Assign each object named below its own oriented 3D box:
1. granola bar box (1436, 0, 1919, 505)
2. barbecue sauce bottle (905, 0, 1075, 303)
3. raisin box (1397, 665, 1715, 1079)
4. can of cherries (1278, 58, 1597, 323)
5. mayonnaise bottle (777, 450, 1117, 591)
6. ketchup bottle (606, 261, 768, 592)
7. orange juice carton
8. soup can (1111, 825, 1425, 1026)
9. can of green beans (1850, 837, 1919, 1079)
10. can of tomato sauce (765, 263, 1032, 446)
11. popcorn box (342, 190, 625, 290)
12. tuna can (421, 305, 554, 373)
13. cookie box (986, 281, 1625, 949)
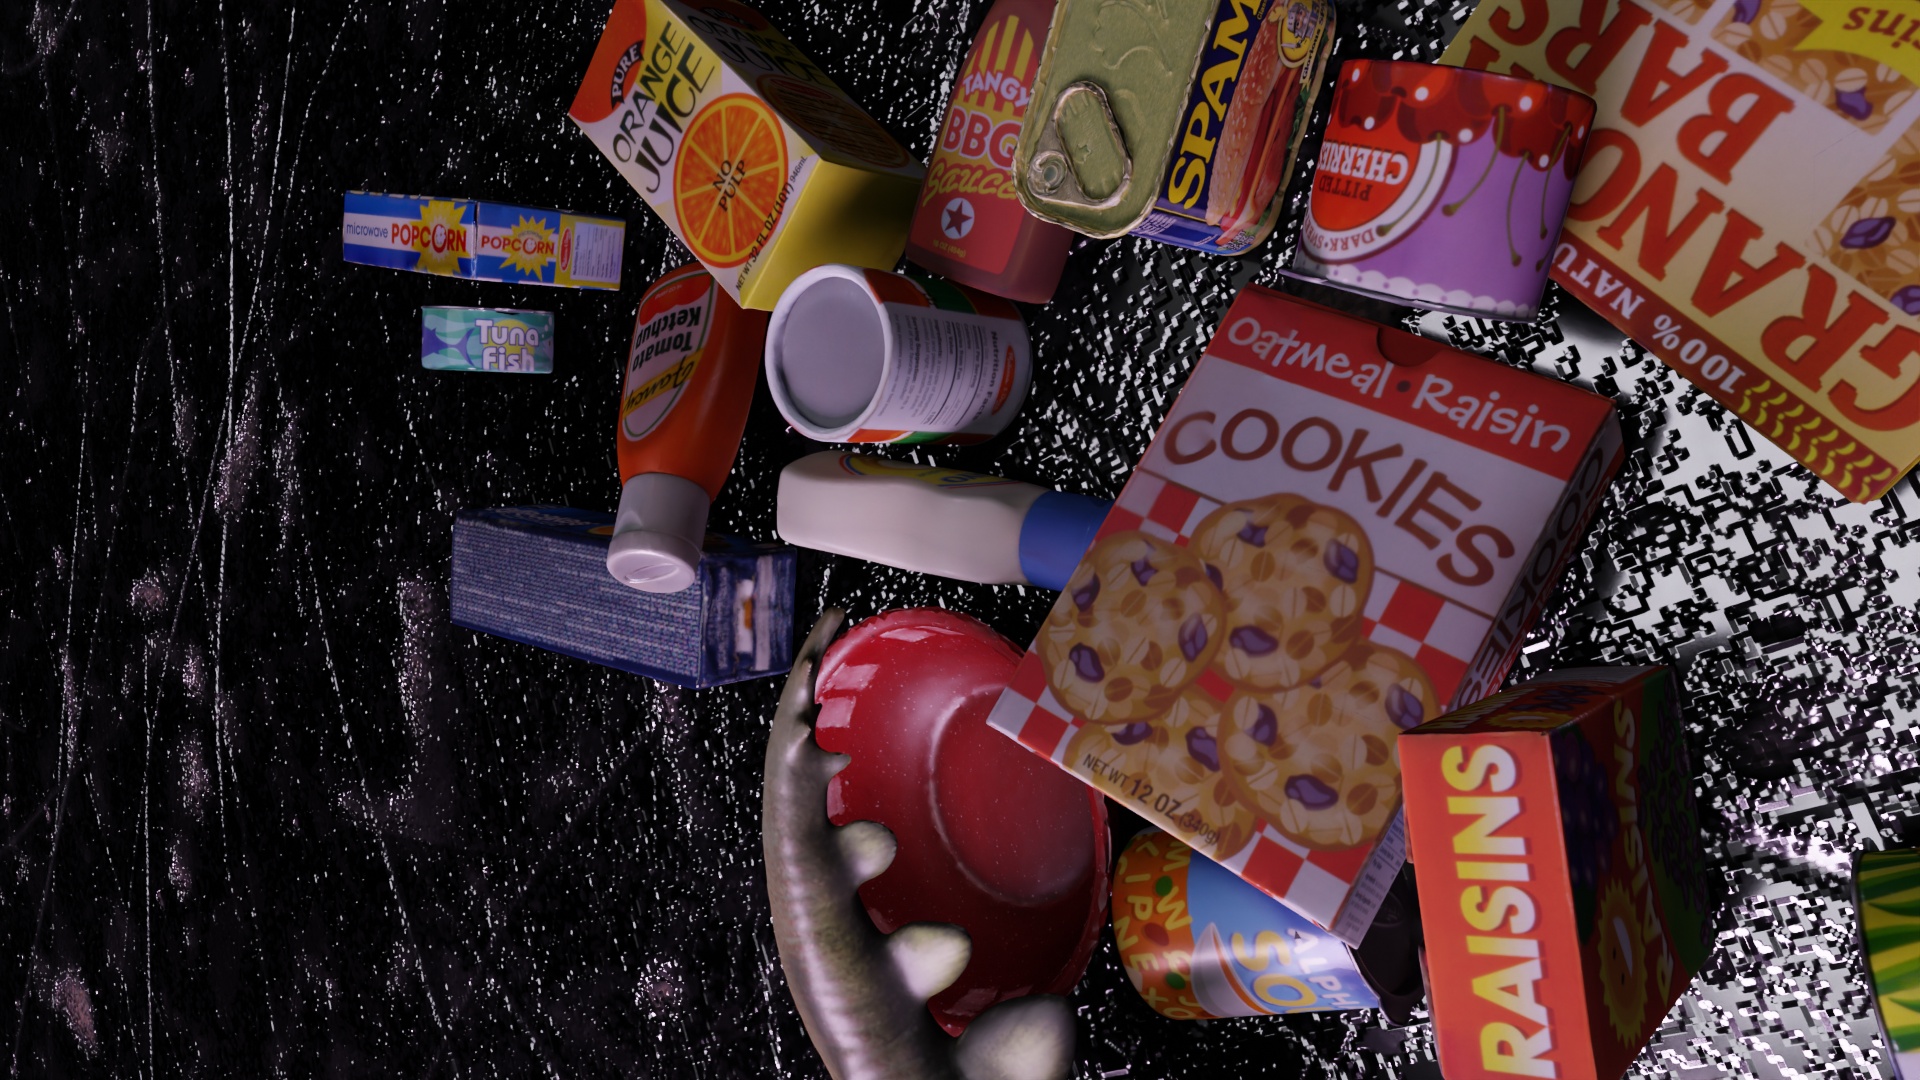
[{"bbox_3d":[0.215,-0.109,0.365,0.166,0.039,0.123,49,121,27],"label":"granola bar box"},{"bbox_3d":[0.027,-0.167,0.514,0.065,0.044,0.148,29,109,36],"label":"barbecue sauce bottle"},{"bbox_3d":[0.160,0.082,0.365,0.040,0.124,0.086,-8,88,39],"label":"raisin box"},{"bbox_3d":[0.125,-0.093,0.368,0.071,0.072,0.058,23,110,36],"label":"can of cherries"},{"bbox_3d":[0.002,-0.007,0.533,0.148,0.065,0.041,10,101,35],"label":"mayonnaise bottle"},{"bbox_3d":[-0.120,-0.050,0.601,0.064,0.043,0.149,-17,54,30],"label":"ketchup bottle"},{"bbox_3d":[-0.102,-0.181,0.600,0.193,0.073,0.071,48,120,28],"label":"orange juice carton"},{"bbox_3d":[0.101,0.122,0.451,0.083,0.071,0.071,-21,79,39],"label":"soup can"},{"bbox_3d":[0.253,0.104,0.327,0.057,0.071,0.071,-18,81,38],"label":"can of green beans"},{"bbox_3d":[-0.025,-0.070,0.535,0.071,0.083,0.071,2,94,39],"label":"can of tomato sauce"},{"bbox_3d":[-0.245,-0.154,0.710,0.127,0.085,0.038,14,103,38],"label":"popcorn box"},{"bbox_3d":[-0.245,-0.105,0.725,0.071,0.071,0.032,7,98,39],"label":"tuna can"},{"bbox_3d":[0.102,0.015,0.420,0.123,0.040,0.167,27,82,35],"label":"cookie box"}]
